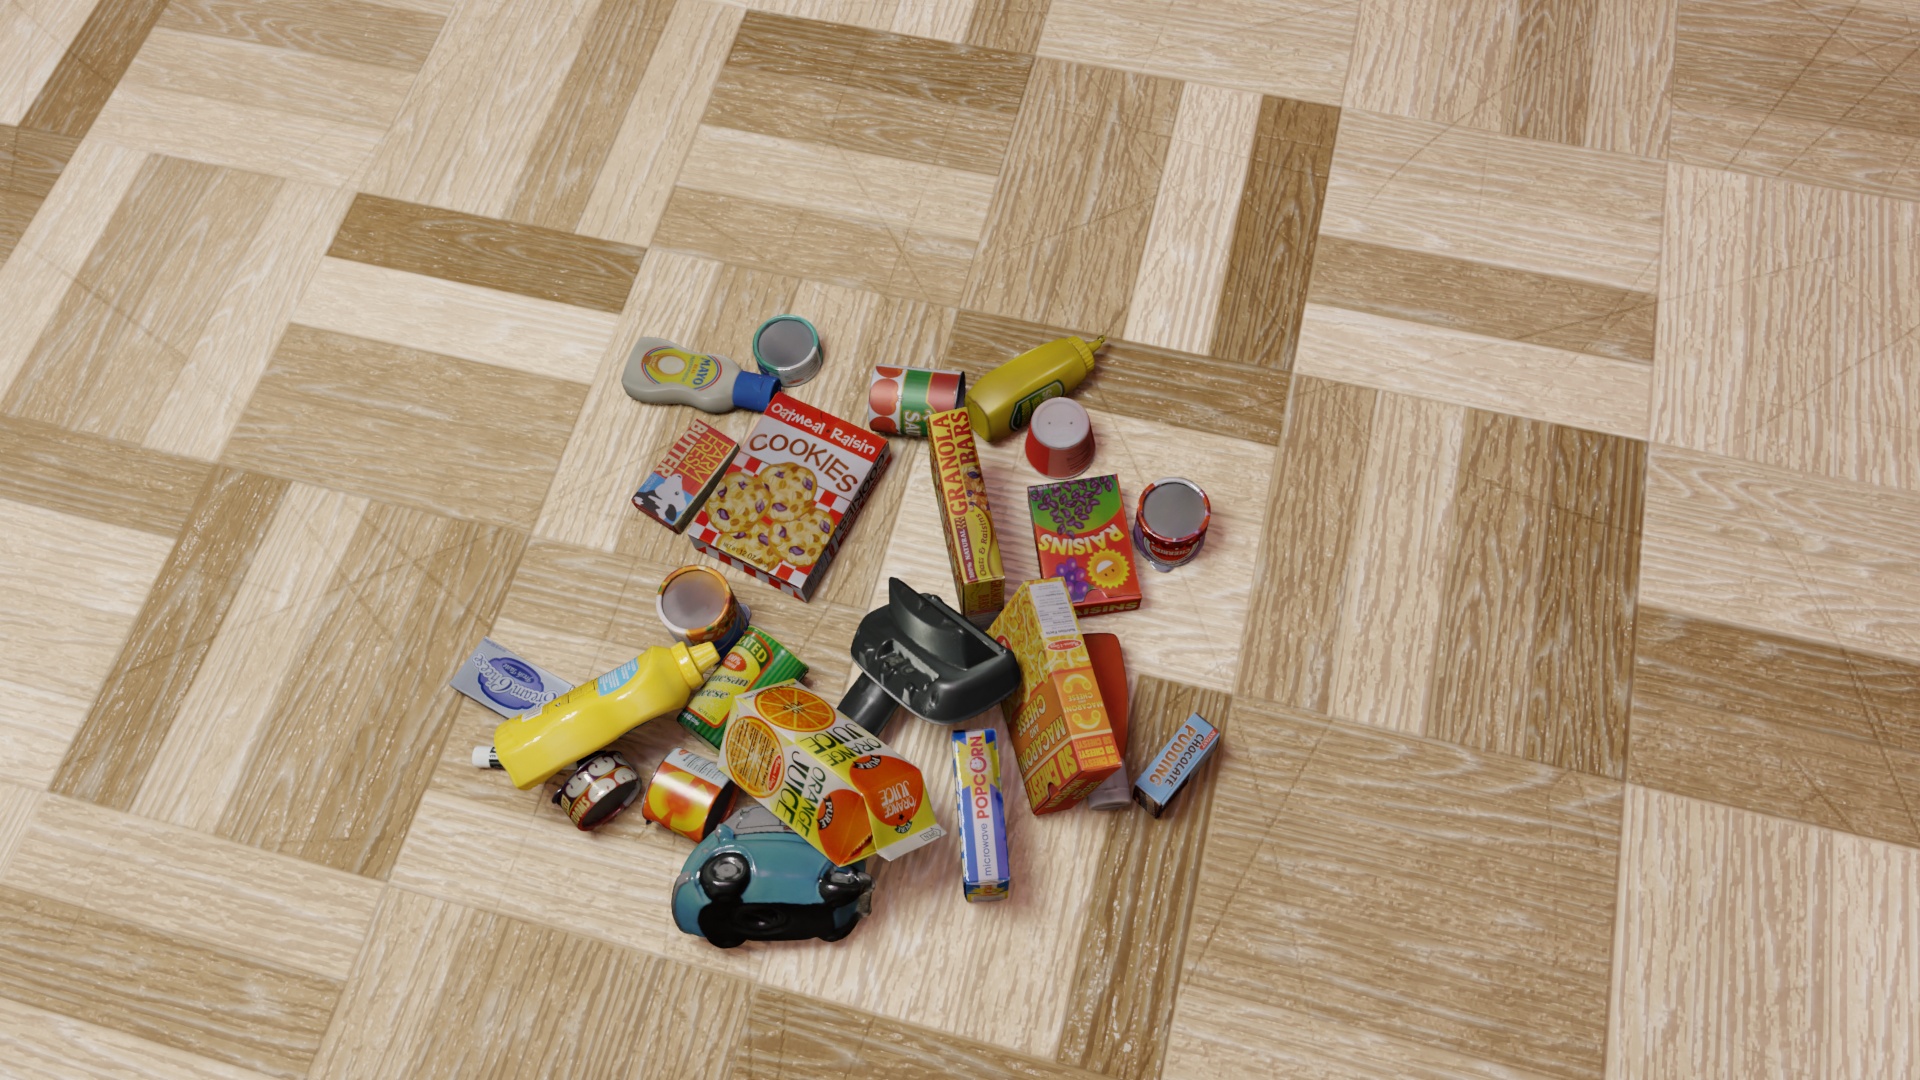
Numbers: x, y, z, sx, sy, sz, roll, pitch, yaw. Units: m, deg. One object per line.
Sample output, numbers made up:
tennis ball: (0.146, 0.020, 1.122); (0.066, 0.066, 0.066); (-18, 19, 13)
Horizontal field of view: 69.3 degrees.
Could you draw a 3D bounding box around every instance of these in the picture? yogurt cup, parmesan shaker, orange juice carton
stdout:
yogurt cup: (0.093, -0.098, 1.301); (0.072, 0.053, 0.072); (-1, 67, 3)
parmesan shaker: (-0.187, 0.135, 1.203); (0.071, 0.071, 0.103); (32, 71, 15)
orange juice carton: (-0.103, 0.195, 1.122); (0.193, 0.072, 0.072); (31, 115, 30)

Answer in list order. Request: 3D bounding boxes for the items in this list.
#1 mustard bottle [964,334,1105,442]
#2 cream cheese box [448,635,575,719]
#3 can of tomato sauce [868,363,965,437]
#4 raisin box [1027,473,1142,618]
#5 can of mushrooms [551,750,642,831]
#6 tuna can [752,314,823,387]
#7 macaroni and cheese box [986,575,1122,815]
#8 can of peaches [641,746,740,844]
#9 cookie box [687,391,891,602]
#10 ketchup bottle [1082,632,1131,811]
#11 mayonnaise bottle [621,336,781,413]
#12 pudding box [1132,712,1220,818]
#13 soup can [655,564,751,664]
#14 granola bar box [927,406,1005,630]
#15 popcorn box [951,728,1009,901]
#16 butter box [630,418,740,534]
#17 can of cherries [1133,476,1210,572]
mustard bottle: (0.078, -0.155, 1.323); (0.161, 0.065, 0.049); (-33, 65, -15)
cream cheese box: (-0.397, 0.132, 1.239); (0.104, 0.024, 0.053); (26, 70, 13)
can of tomato sauce: (-0.041, -0.130, 1.315); (0.083, 0.071, 0.071); (7, 67, 7)
raisin box: (0.112, 0.006, 1.262); (0.086, 0.040, 0.124); (-7, 67, -1)
can of mushrooms: (-0.307, 0.214, 1.175); (0.071, 0.070, 0.033); (-40, 72, -14)
tuna can: (-0.171, -0.189, 1.365); (0.071, 0.032, 0.071); (-1, 67, 2)
macaroni and cheese box: (0.072, 0.132, 1.162); (0.040, 0.123, 0.167); (-6, 65, -21)
can of peaches: (-0.227, 0.218, 1.172); (0.058, 0.071, 0.071); (21, 69, 11)
cookie box: (-0.157, -0.043, 1.296); (0.123, 0.040, 0.168); (24, 70, 13)
ketchup bottle: (0.116, 0.155, 1.194); (0.065, 0.043, 0.149); (-6, 66, -5)
mayonnaise bottle: (-0.250, -0.155, 1.350); (0.148, 0.041, 0.065); (12, 65, 9)
pudding box: (0.182, 0.190, 1.172); (0.030, 0.049, 0.084); (38, 73, 18)
soup can: (-0.225, 0.064, 1.229); (0.071, 0.083, 0.071); (-1, 66, 2)
granola bar box: (0.004, -0.015, 1.231); (0.039, 0.123, 0.166); (-10, 66, -4)
popcorn box: (0.016, 0.227, 1.144); (0.038, 0.085, 0.127); (-5, 66, 0)
butter box: (-0.259, -0.061, 1.318); (0.053, 0.024, 0.104); (30, 71, 14)
can of cherries: (0.191, -0.014, 1.257); (0.071, 0.058, 0.072); (-1, 66, 2)
